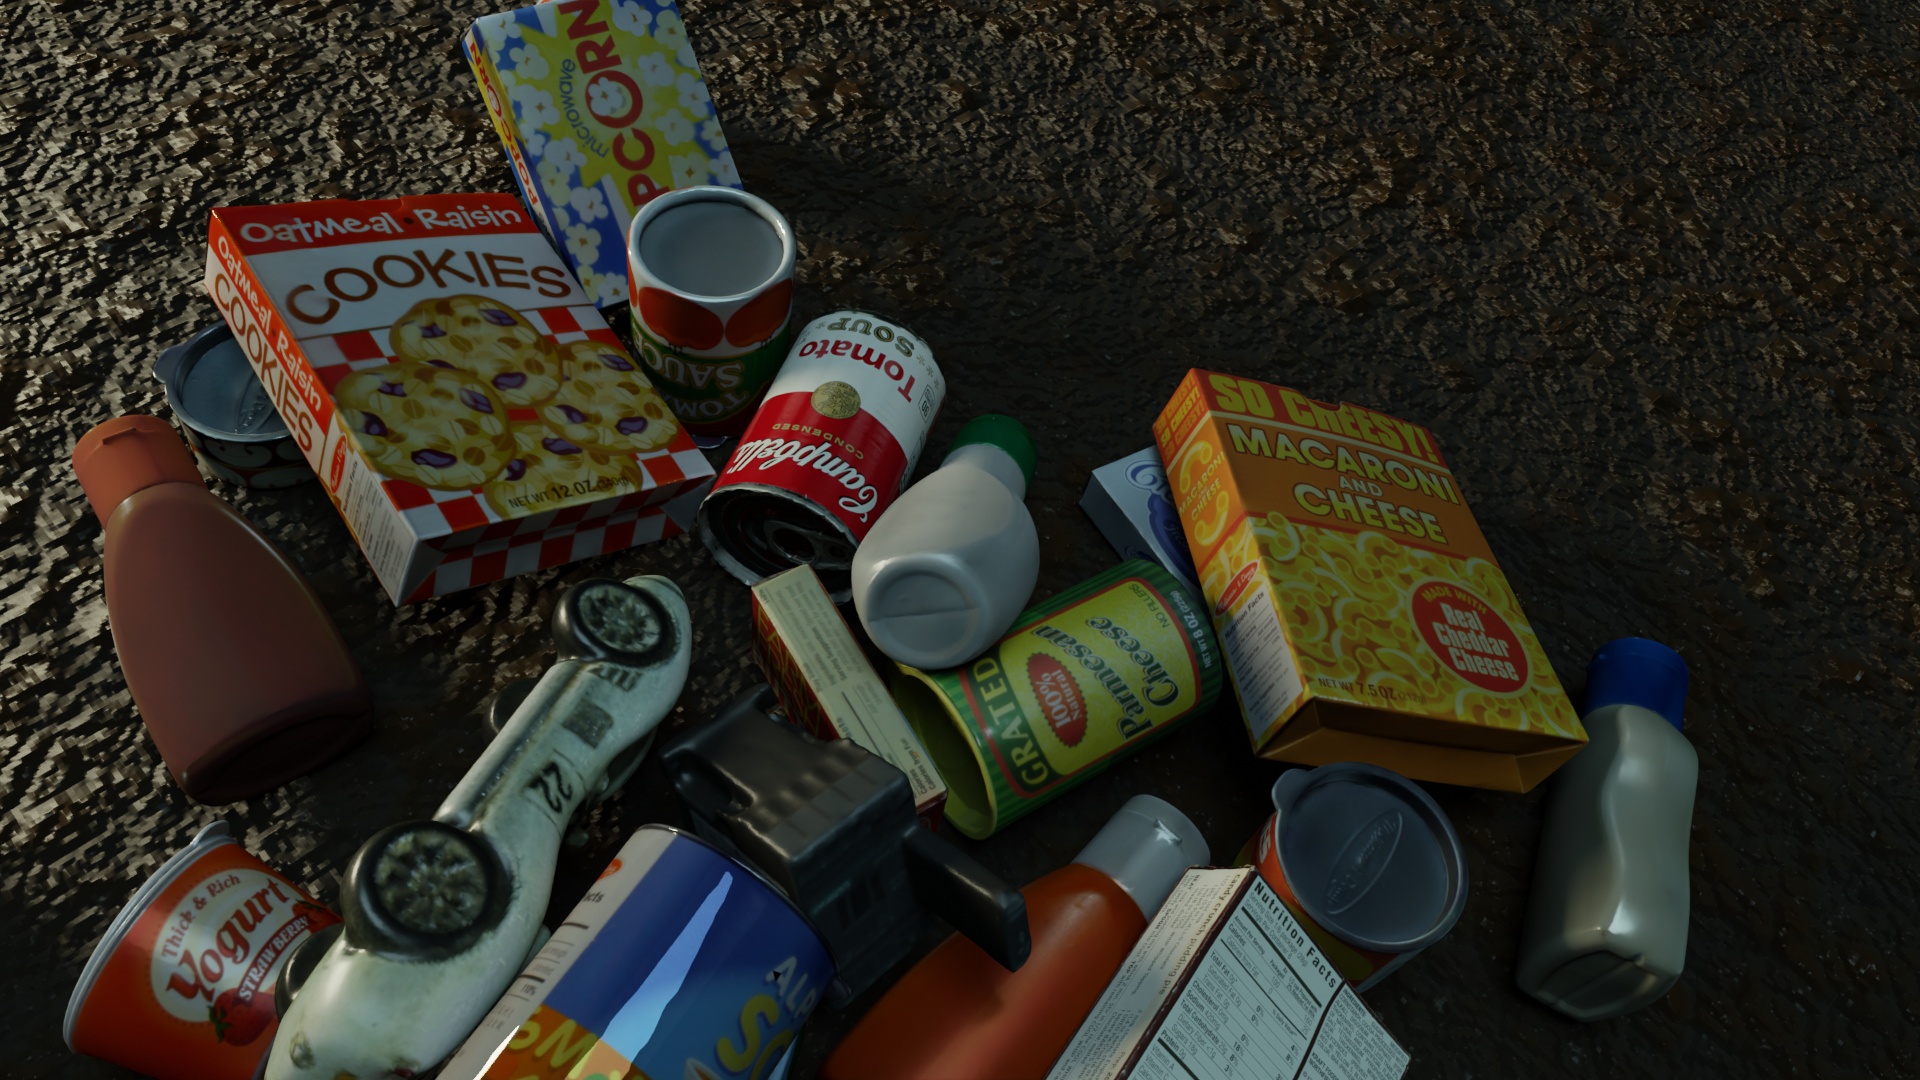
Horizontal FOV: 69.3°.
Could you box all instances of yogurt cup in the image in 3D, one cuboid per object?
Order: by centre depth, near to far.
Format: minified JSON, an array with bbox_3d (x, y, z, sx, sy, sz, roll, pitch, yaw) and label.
[{"bbox_3d":[-0.214,0.128,0.407,0.054,0.072,0.073,28,55,-1],"label":"yogurt cup"}]

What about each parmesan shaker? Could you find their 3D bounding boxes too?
[{"bbox_3d":[0.034,0.052,0.502,0.103,0.071,0.071,-24,63,-24],"label":"parmesan shaker"}]

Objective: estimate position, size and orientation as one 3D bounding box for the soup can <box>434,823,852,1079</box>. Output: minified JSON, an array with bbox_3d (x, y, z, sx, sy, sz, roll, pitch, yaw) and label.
[{"bbox_3d":[-0.078,0.125,0.344,0.071,0.071,0.084,30,55,10],"label":"soup can"}]

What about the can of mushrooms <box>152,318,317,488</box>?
[{"bbox_3d":[-0.271,-0.055,0.541,0.071,0.033,0.071,5,56,-8],"label":"can of mushrooms"}]

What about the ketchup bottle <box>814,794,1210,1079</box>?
[{"bbox_3d":[0.025,0.143,0.452,0.065,0.043,0.149,41,58,16],"label":"ketchup bottle"}]

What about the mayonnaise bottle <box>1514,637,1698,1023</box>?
[{"bbox_3d":[0.244,0.100,0.515,0.041,0.064,0.149,28,52,5],"label":"mayonnaise bottle"}]

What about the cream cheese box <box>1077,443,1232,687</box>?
[{"bbox_3d":[0.100,0.006,0.574,0.053,0.024,0.104,-24,63,-26],"label":"cream cheese box"}]

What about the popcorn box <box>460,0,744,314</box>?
[{"bbox_3d":[-0.147,-0.168,0.598,0.085,0.038,0.126,-25,104,-24],"label":"popcorn box"}]

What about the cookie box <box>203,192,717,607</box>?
[{"bbox_3d":[-0.190,-0.063,0.529,0.123,0.040,0.168,-18,61,-45],"label":"cookie box"}]

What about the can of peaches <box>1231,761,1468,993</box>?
[{"bbox_3d":[0.130,0.117,0.482,0.071,0.057,0.071,5,55,-7],"label":"can of peaches"}]

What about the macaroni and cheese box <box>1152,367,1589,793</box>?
[{"bbox_3d":[0.153,0.011,0.540,0.124,0.040,0.167,11,45,-22],"label":"macaroni and cheese box"}]

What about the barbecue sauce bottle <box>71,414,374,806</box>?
[{"bbox_3d":[-0.265,0.018,0.485,0.065,0.043,0.149,-28,64,-26],"label":"barbecue sauce bottle"}]

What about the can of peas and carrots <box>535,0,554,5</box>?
[{"bbox_3d":[-0.171,-0.217,0.654,0.071,0.070,0.059,6,55,-7],"label":"can of peas and carrots"}]

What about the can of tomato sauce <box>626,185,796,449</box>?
[{"bbox_3d":[-0.102,-0.091,0.567,0.071,0.082,0.071,5,55,-7],"label":"can of tomato sauce"}]

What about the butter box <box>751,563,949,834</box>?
[{"bbox_3d":[-0.041,0.062,0.491,0.024,0.052,0.104,-24,63,-22],"label":"butter box"}]

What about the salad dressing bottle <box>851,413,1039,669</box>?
[{"bbox_3d":[0.002,-0.006,0.518,0.064,0.043,0.148,-8,23,15],"label":"salad dressing bottle"}]

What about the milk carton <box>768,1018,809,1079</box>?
[{"bbox_3d":[-0.106,0.203,0.369,0.073,0.072,0.191,19,55,2],"label":"milk carton"}]
